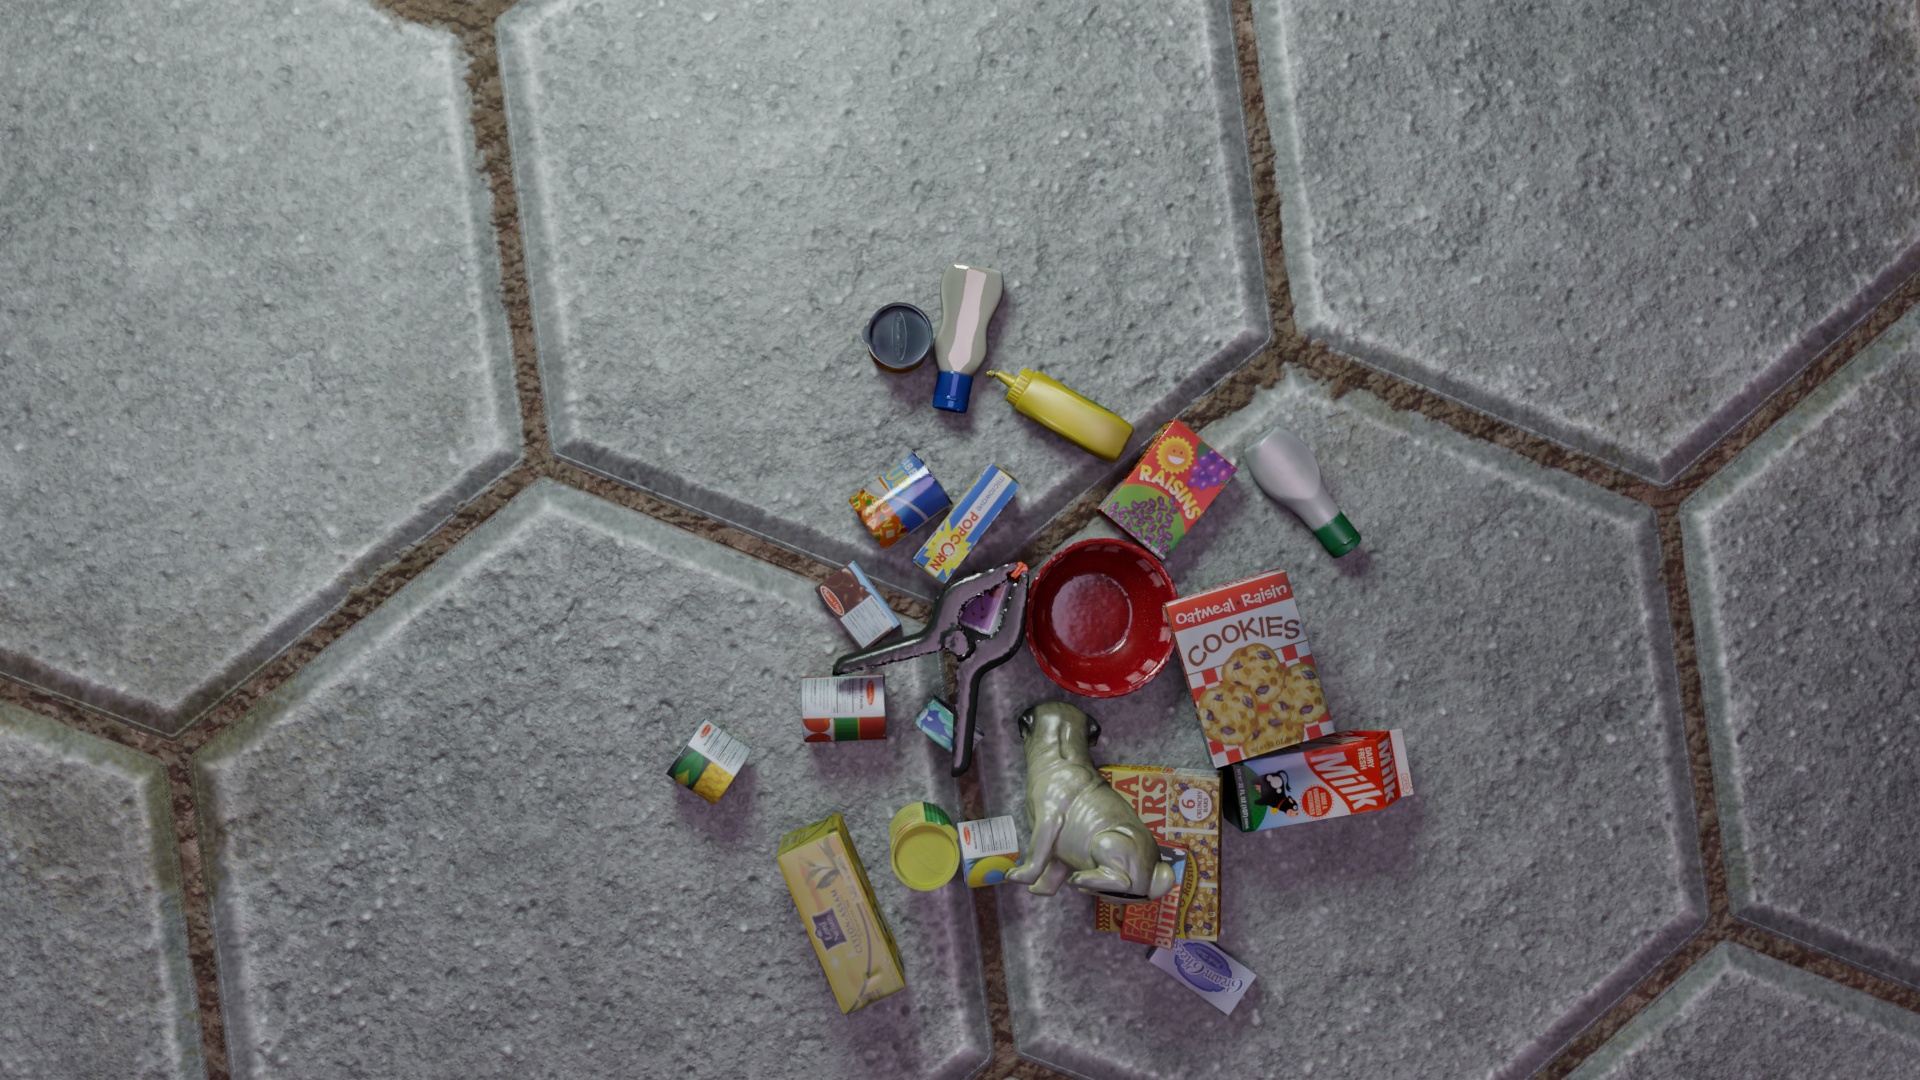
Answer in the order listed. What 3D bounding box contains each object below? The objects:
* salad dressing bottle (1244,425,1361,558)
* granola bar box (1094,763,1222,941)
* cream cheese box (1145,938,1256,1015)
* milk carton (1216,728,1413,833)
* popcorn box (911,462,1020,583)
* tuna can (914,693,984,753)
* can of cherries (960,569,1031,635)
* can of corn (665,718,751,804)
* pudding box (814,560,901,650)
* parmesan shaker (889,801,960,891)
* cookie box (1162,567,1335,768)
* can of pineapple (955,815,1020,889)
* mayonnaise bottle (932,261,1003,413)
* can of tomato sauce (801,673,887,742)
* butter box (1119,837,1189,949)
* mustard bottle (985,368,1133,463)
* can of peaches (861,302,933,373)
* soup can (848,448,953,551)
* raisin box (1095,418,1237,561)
[{"bbox_3d":[0.355,-0.049,1.434,0.064,0.044,0.147,-39,93,-5],"label":"salad dressing bottle"},{"bbox_3d":[0.201,0.314,1.404,0.124,0.039,0.165,1,89,17],"label":"granola bar box"},{"bbox_3d":[0.248,0.438,1.433,0.104,0.024,0.053,34,89,-2],"label":"cream cheese box"},{"bbox_3d":[0.365,0.242,1.417,0.191,0.073,0.072,-10,90,-4],"label":"milk carton"},{"bbox_3d":[0.005,-0.017,1.389,0.038,0.085,0.127,38,87,-4],"label":"popcorn box"},{"bbox_3d":[-0.013,0.187,1.398,0.071,0.071,0.033,37,89,-3],"label":"tuna can"},{"bbox_3d":[0.032,0.066,1.402,0.071,0.071,0.058,18,89,-3],"label":"can of cherries"},{"bbox_3d":[-0.251,0.222,1.382,0.058,0.071,0.071,34,88,-3],"label":"can of corn"},{"bbox_3d":[-0.103,0.066,1.409,0.050,0.030,0.083,-38,92,-2],"label":"pudding box"},{"bbox_3d":[-0.034,0.299,1.376,0.071,0.103,0.071,0,91,-3],"label":"parmesan shaker"},{"bbox_3d":[0.282,0.124,1.369,0.123,0.040,0.167,-17,88,1],"label":"cookie box"},{"bbox_3d":[0.028,0.314,1.400,0.058,0.071,0.071,-8,90,-4],"label":"can of pineapple"},{"bbox_3d":[0.002,-0.205,1.414,0.065,0.041,0.148,11,90,-2],"label":"mayonnaise bottle"},{"bbox_3d":[-0.116,0.169,1.391,0.083,0.071,0.071,-2,90,-3],"label":"can of tomato sauce"},{"bbox_3d":[0.192,0.348,1.371,0.053,0.024,0.103,9,91,16],"label":"butter box"},{"bbox_3d":[0.098,-0.135,1.408,0.160,0.065,0.049,30,92,1],"label":"mustard bottle"},{"bbox_3d":[-0.064,-0.203,1.400,0.071,0.058,0.071,0,91,-3],"label":"can of peaches"},{"bbox_3d":[-0.062,-0.041,1.394,0.084,0.071,0.071,-36,92,-3],"label":"soup can"},{"bbox_3d":[0.212,-0.051,1.427,0.086,0.040,0.123,39,89,-2],"label":"raisin box"}]
